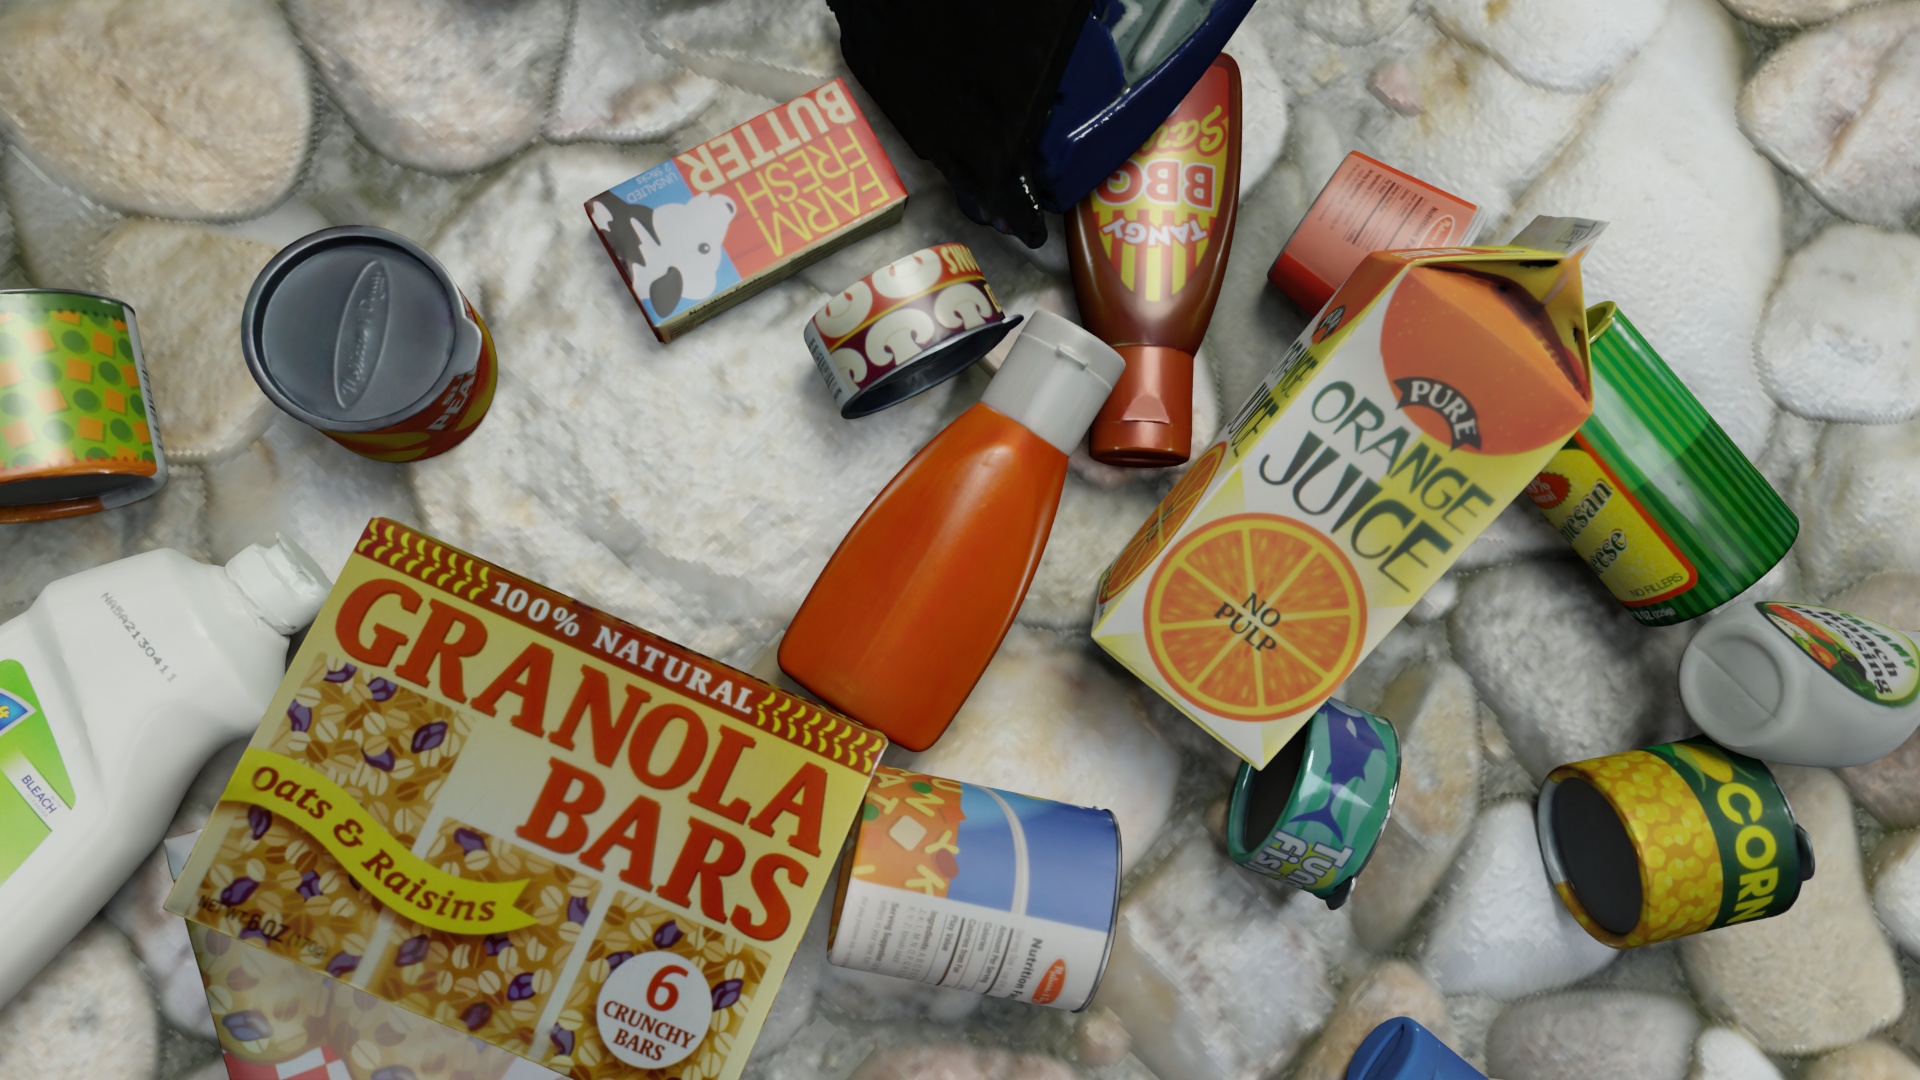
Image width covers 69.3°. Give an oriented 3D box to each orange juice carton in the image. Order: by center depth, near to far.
[{"bbox_3d":[0.130,-0.027,0.451,0.073,0.072,0.192,38,106,-2],"label":"orange juice carton"}]

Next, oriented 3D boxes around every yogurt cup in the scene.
[{"bbox_3d":[0.149,-0.105,0.506,0.054,0.072,0.072,35,80,6],"label":"yogurt cup"}]

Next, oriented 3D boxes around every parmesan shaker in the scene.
[{"bbox_3d":[0.243,-0.027,0.504,0.071,0.071,0.103,-41,90,-10],"label":"parmesan shaker"}]

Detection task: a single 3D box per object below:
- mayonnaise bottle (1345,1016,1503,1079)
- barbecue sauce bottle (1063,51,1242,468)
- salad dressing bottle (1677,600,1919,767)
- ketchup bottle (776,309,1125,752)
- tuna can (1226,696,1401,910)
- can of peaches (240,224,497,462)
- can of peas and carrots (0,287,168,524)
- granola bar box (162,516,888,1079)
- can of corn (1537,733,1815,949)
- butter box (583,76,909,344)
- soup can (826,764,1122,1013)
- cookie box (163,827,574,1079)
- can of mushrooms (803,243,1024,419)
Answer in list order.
[{"bbox_3d":[0.202,0.225,0.482,0.148,0.041,0.065,39,81,-2],"label":"mayonnaise bottle"},{"bbox_3d":[0.068,-0.102,0.503,0.065,0.043,0.148,3,83,1],"label":"barbecue sauce bottle"},{"bbox_3d":[0.324,0.050,0.500,0.148,0.064,0.043,2,127,-28],"label":"salad dressing bottle"},{"bbox_3d":[0.002,-0.006,0.467,0.065,0.043,0.148,32,92,-3],"label":"ketchup bottle"},{"bbox_3d":[0.119,0.088,0.474,0.033,0.071,0.071,22,81,-3],"label":"tuna can"},{"bbox_3d":[-0.188,-0.061,0.455,0.071,0.058,0.071,1,82,-8],"label":"can of peaches"},{"bbox_3d":[-0.292,-0.040,0.433,0.071,0.071,0.058,-14,86,-9],"label":"can of peas and carrots"},{"bbox_3d":[-0.123,0.083,0.416,0.165,0.039,0.124,24,79,-4],"label":"granola bar box"},{"bbox_3d":[0.248,0.106,0.488,0.058,0.071,0.071,-10,85,-8],"label":"can of corn"},{"bbox_3d":[-0.075,-0.118,0.495,0.104,0.024,0.053,-30,88,-10],"label":"butter box"},{"bbox_3d":[0.004,0.112,0.458,0.084,0.071,0.071,13,82,-5],"label":"soup can"},{"bbox_3d":[-0.160,0.153,0.442,0.123,0.040,0.167,-18,85,-10],"label":"cookie box"},{"bbox_3d":[-0.016,-0.072,0.476,0.071,0.071,0.033,-27,86,-10],"label":"can of mushrooms"}]
